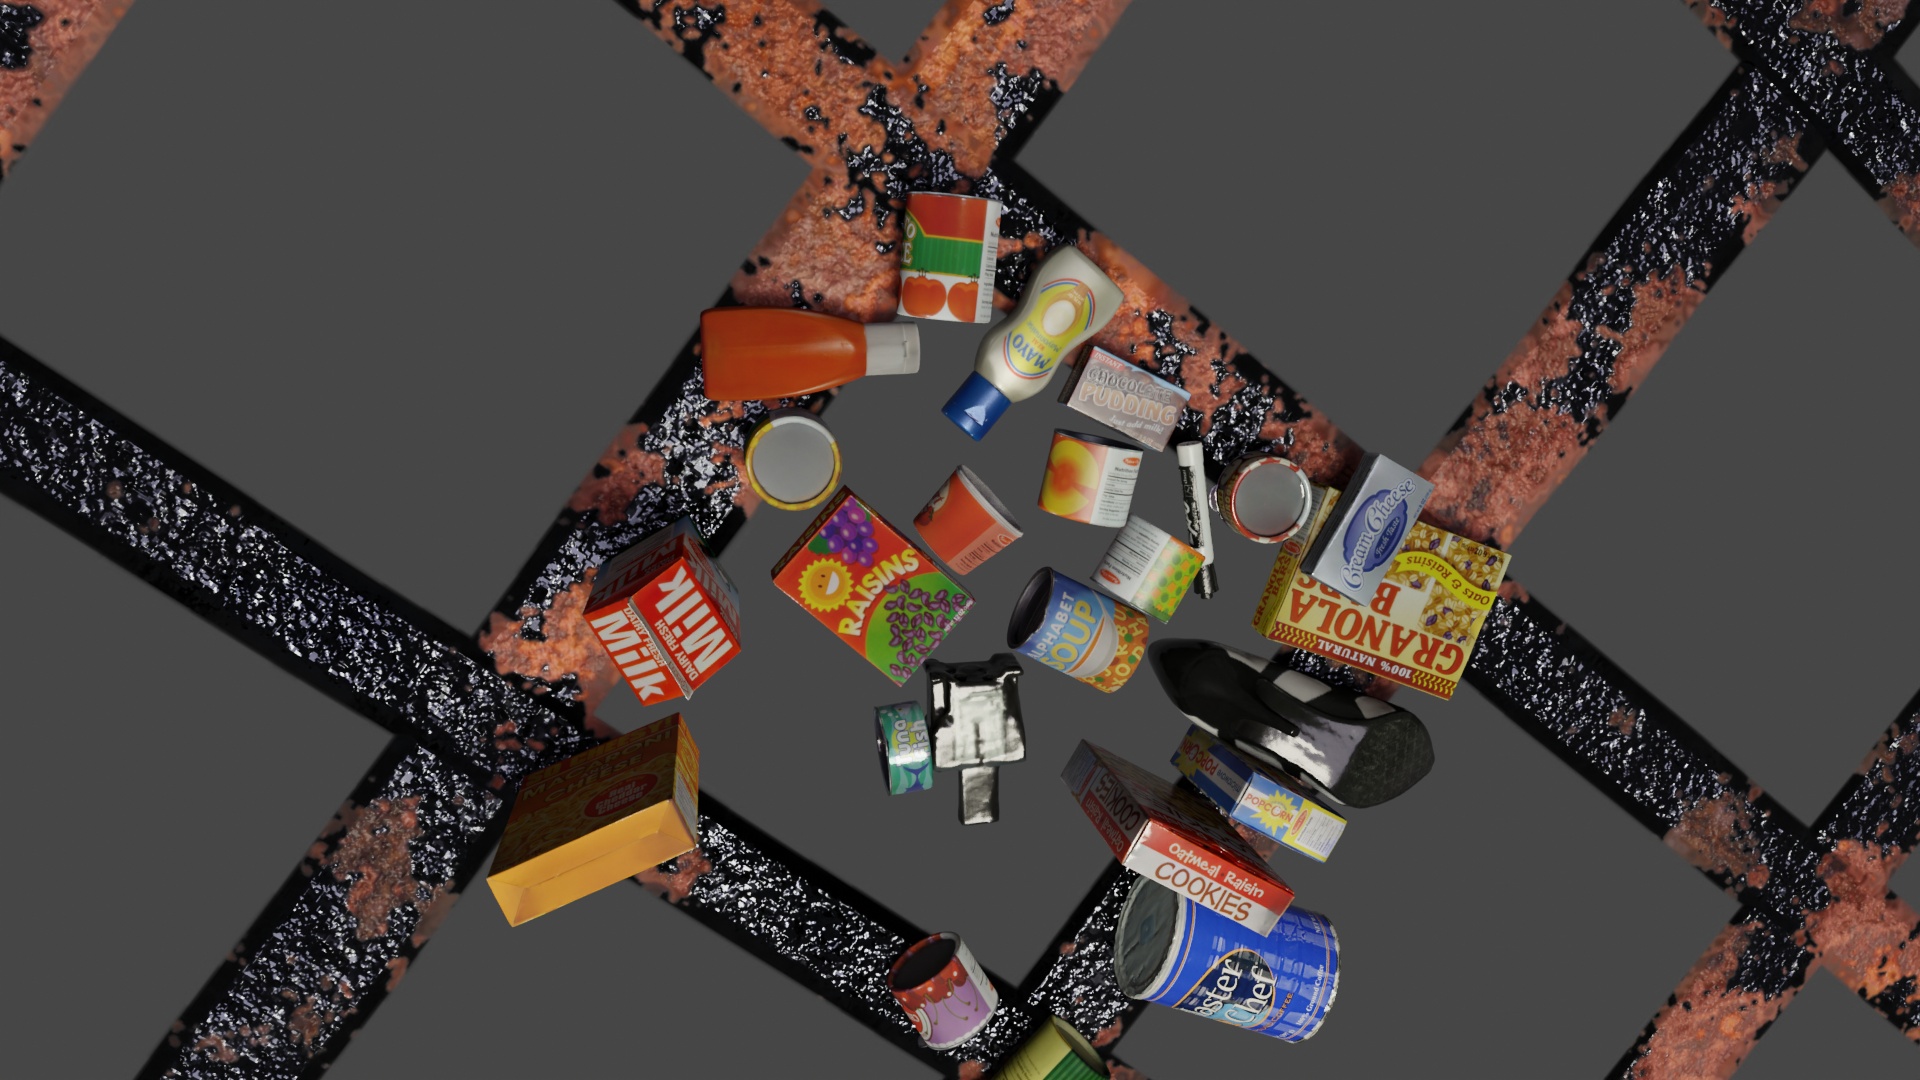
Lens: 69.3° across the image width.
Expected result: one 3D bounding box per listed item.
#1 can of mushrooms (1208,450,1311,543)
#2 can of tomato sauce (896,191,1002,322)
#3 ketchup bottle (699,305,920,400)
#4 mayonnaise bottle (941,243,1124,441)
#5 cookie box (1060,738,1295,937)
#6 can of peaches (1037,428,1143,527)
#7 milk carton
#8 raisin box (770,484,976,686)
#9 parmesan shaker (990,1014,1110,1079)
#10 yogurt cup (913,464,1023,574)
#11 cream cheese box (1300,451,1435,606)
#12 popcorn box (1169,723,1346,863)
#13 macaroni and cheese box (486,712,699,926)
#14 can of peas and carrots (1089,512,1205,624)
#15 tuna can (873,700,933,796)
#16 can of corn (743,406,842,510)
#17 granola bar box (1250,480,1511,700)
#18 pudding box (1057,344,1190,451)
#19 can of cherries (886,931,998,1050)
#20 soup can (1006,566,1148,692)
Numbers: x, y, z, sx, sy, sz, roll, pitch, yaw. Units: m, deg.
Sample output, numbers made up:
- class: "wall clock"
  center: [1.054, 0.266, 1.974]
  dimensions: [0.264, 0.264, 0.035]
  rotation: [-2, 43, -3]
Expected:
- class: "can of mushrooms"
  center: [0.225, -0.032, 1.042]
  dimensions: [0.071, 0.033, 0.071]
  rotation: [-2, 102, -10]
- class: "can of tomato sauce"
  center: [-0.010, -0.194, 0.953]
  dimensions: [0.071, 0.071, 0.083]
  rotation: [4, 101, -11]
- class: "ketchup bottle"
  center: [-0.104, -0.131, 0.960]
  dimensions: [0.149, 0.043, 0.064]
  rotation: [-3, 102, -10]
- class: "mayonnaise bottle"
  center: [0.047, -0.137, 0.986]
  dimensions: [0.064, 0.041, 0.148]
  rotation: [40, 91, -16]
- class: "cookie box"
  center: [0.152, 0.210, 1.006]
  dimensions: [0.123, 0.168, 0.040]
  rotation: [28, 95, -14]
- class: "can of peaches"
  center: [0.091, -0.046, 1.001]
  dimensions: [0.071, 0.071, 0.058]
  rotation: [10, 100, -12]
- class: "milk carton"
  center: [-0.191, 0.046, 0.902]
  dimensions: [0.073, 0.191, 0.072]
  rotation: [-30, 104, -2]
- class: "raisin box"
  center: [-0.063, 0.033, 1.001]
  dimensions: [0.123, 0.040, 0.086]
  rotation: [41, 92, -16]
- class: "parmesan shaker"
  center: [0.061, 0.433, 1.082]
  dimensions: [0.071, 0.071, 0.103]
  rotation: [43, 91, -15]
- class: "yogurt cup"
  center: [0.004, -0.012, 0.992]
  dimensions: [0.054, 0.072, 0.072]
  rotation: [-43, 105, 9]
- class: "cream cheese box"
  center: [0.299, -0.009, 1.024]
  dimensions: [0.053, 0.024, 0.103]
  rotation: [28, 93, -12]
- class: "popcorn box"
  center: [0.219, 0.186, 1.035]
  dimensions: [0.085, 0.127, 0.038]
  rotation: [27, 93, -14]
- class: "macaroni and cheese box"
  center: [-0.240, 0.182, 0.932]
  dimensions: [0.124, 0.167, 0.040]
  rotation: [-23, 104, -5]
- class: "can of peas and carrots"
  center: [0.139, 0.021, 1.021]
  dimensions: [0.071, 0.071, 0.058]
  rotation: [30, 94, -14]
- class: "tuna can"
  center: [-0.042, 0.150, 1.010]
  dimensions: [0.033, 0.071, 0.071]
  rotation: [-9, 102, -10]
- class: "can of corn"
  center: [-0.117, -0.055, 0.964]
  dimensions: [0.071, 0.058, 0.071]
  rotation: [-2, 101, -9]
- class: "granola bar box"
  center: [0.324, 0.039, 1.070]
  dimensions: [0.165, 0.039, 0.124]
  rotation: [19, 97, -13]
- class: "pudding box"
  center: [0.119, -0.104, 1.011]
  dimensions: [0.084, 0.030, 0.049]
  rotation: [25, 95, -14]
- class: "can of cherries"
  center: [-0.016, 0.342, 1.053]
  dimensions: [0.071, 0.071, 0.058]
  rotation: [-32, 104, -3]
- class: "soup can"
  center: [0.086, 0.067, 1.017]
  dimensions: [0.084, 0.071, 0.071]
  rotation: [26, 96, -14]
